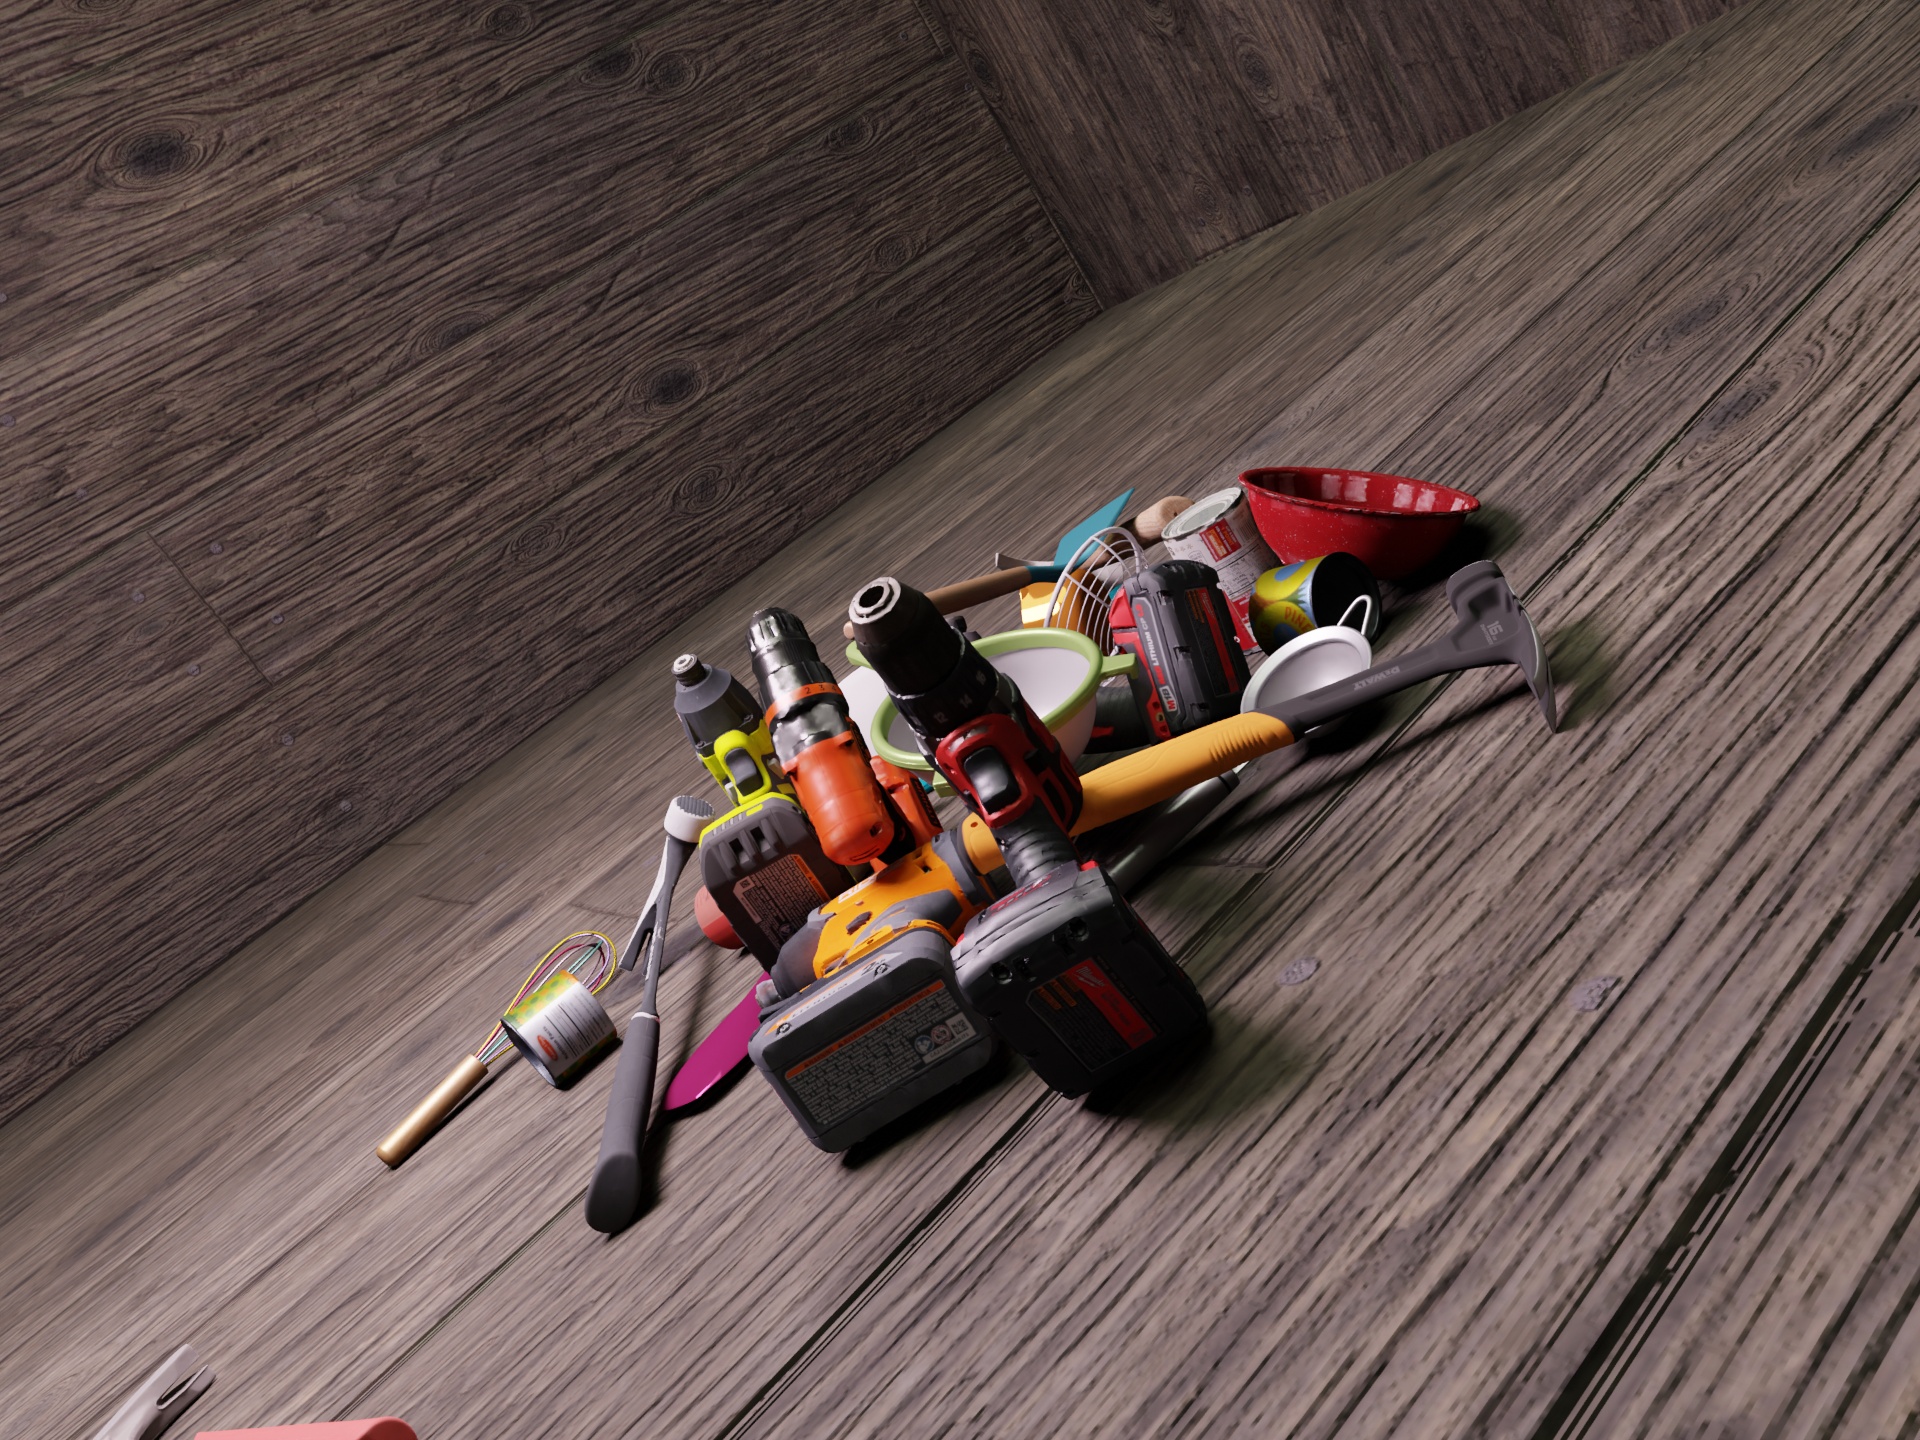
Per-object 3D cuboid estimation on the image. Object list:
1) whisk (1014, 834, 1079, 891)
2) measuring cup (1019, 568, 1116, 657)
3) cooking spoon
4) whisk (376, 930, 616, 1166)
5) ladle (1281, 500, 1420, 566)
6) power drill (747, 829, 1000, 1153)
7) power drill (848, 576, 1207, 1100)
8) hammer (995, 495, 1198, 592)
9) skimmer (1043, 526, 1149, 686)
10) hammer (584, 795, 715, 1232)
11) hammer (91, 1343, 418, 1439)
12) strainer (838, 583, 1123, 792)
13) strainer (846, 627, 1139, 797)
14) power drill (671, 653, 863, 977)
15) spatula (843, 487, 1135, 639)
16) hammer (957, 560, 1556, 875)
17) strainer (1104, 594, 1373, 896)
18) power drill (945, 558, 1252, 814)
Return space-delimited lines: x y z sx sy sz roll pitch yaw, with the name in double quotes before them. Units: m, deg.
"whisk" 0.043 0.099 0.928 0.058 0.059 0.246 -3 24 5
"measuring cup" 0.087 -0.050 1.271 0.052 0.095 0.174 -17 40 27
"cooking spoon" -0.117 0.160 1.109 0.069 0.017 0.319 -26 16 35
"whisk" -0.369 0.262 1.281 0.245 0.047 0.051 -47 21 -29
"ladle" 0.232 -0.113 1.241 0.315 0.031 0.069 -22 18 42
"power drill" -0.055 0.151 0.904 0.164 0.084 0.226 -32 11 7
"power drill" 0.021 0.046 0.763 0.080 0.187 0.227 -31 41 9
"hammer" 0.118 -0.141 1.320 0.130 0.031 0.331 -2 -3 -13
"skimmer" -0.003 -0.011 1.206 0.363 0.090 0.127 -33 -22 22
"hammer" -0.216 0.200 1.081 0.409 0.036 0.149 -103 33 -67
"hammer" -0.409 0.410 0.899 0.359 0.036 0.149 -23 18 37
"strainer" -0.006 -0.043 1.374 0.340 0.095 0.211 -37 15 -7
"strainer" -0.002 -0.003 1.027 0.151 0.069 0.256 -33 27 -20
"power drill" -0.139 0.061 1.096 0.080 0.171 0.223 -29 35 0
"spatula" 0.023 -0.106 1.130 0.082 0.044 0.317 -32 -6 42
"hammer" 0.150 0.017 0.871 0.337 0.034 0.127 -23 30 16
"strainer" 0.158 0.029 0.921 0.258 0.050 0.087 -42 28 -11
"power drill" 0.074 -0.025 1.062 0.219 0.143 0.078 -20 -4 36
